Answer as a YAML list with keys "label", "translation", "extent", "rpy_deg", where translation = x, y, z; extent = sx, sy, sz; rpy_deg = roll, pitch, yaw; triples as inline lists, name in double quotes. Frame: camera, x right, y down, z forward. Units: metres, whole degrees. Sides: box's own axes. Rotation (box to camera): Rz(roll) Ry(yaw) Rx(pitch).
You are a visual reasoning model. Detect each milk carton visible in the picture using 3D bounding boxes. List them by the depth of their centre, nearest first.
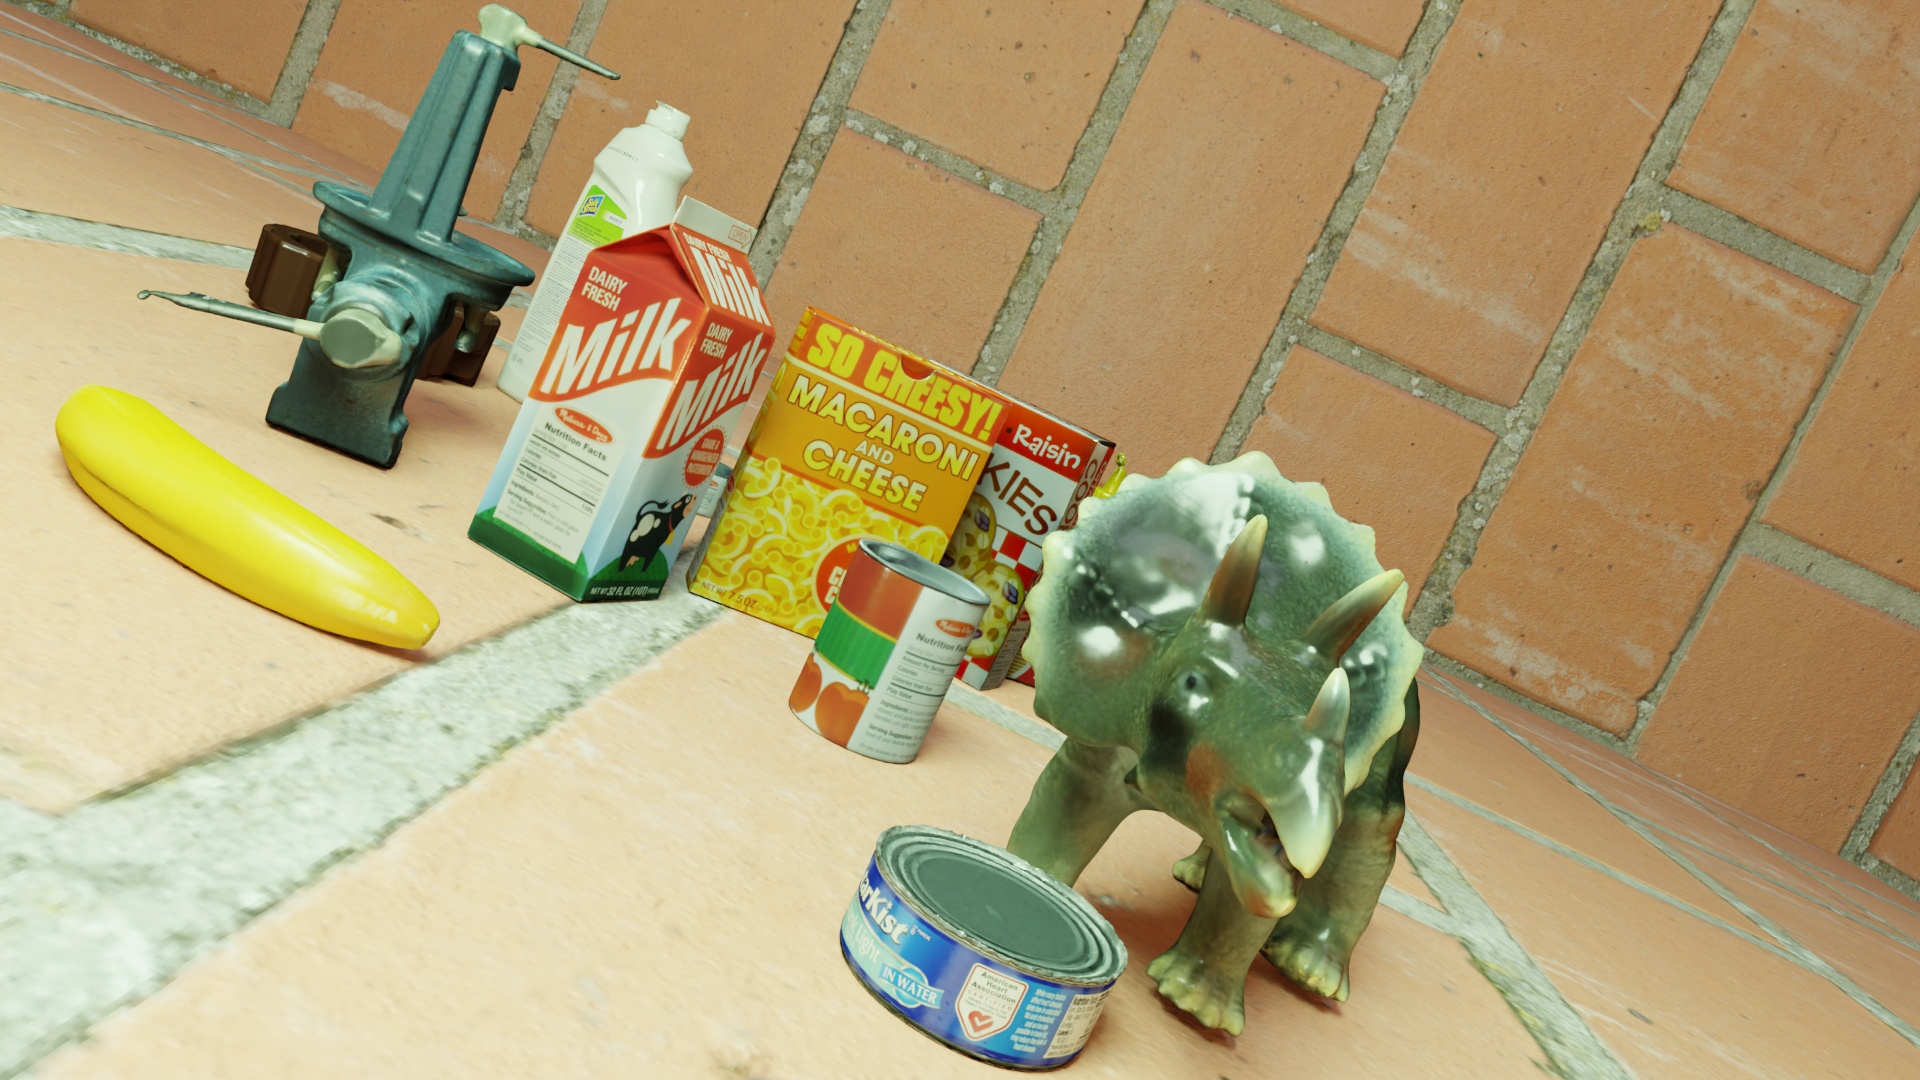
- label: "milk carton"
  translation: [-0.154, -0.071, 0.671]
  extent: [0.073, 0.190, 0.072]
  rpy_deg: [27, 7, 17]

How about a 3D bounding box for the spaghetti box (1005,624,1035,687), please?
- label: "spaghetti box"
  translation: [0.104, 0.090, 0.936]
  extent: [0.250, 0.050, 0.029]
  rpy_deg: [21, 8, -26]

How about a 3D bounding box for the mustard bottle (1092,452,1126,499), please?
- label: "mustard bottle"
  translation: [0.089, 0.010, 1.021]
  extent: [0.049, 0.160, 0.065]
  rpy_deg: [25, 7, -4]

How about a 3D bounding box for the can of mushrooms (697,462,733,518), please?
- label: "can of mushrooms"
  translation: [-0.190, -0.044, 0.976]
  extent: [0.071, 0.033, 0.071]
  rpy_deg: [25, 7, -3]

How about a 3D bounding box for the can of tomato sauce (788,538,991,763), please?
- label: "can of tomato sauce"
  translation: [-0.034, 0.050, 0.638]
  extent: [0.071, 0.083, 0.071]
  rpy_deg: [25, 7, -3]

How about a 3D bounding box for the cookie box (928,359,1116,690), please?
- label: "cookie box"
  translation: [0.003, -0.011, 0.855]
  extent: [0.123, 0.167, 0.040]
  rpy_deg: [28, 7, 20]

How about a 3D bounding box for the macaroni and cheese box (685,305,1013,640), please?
- label: "macaroni and cheese box"
  translation: [-0.061, -0.028, 0.770]
  extent: [0.124, 0.166, 0.040]
  rpy_deg: [23, 7, -18]
